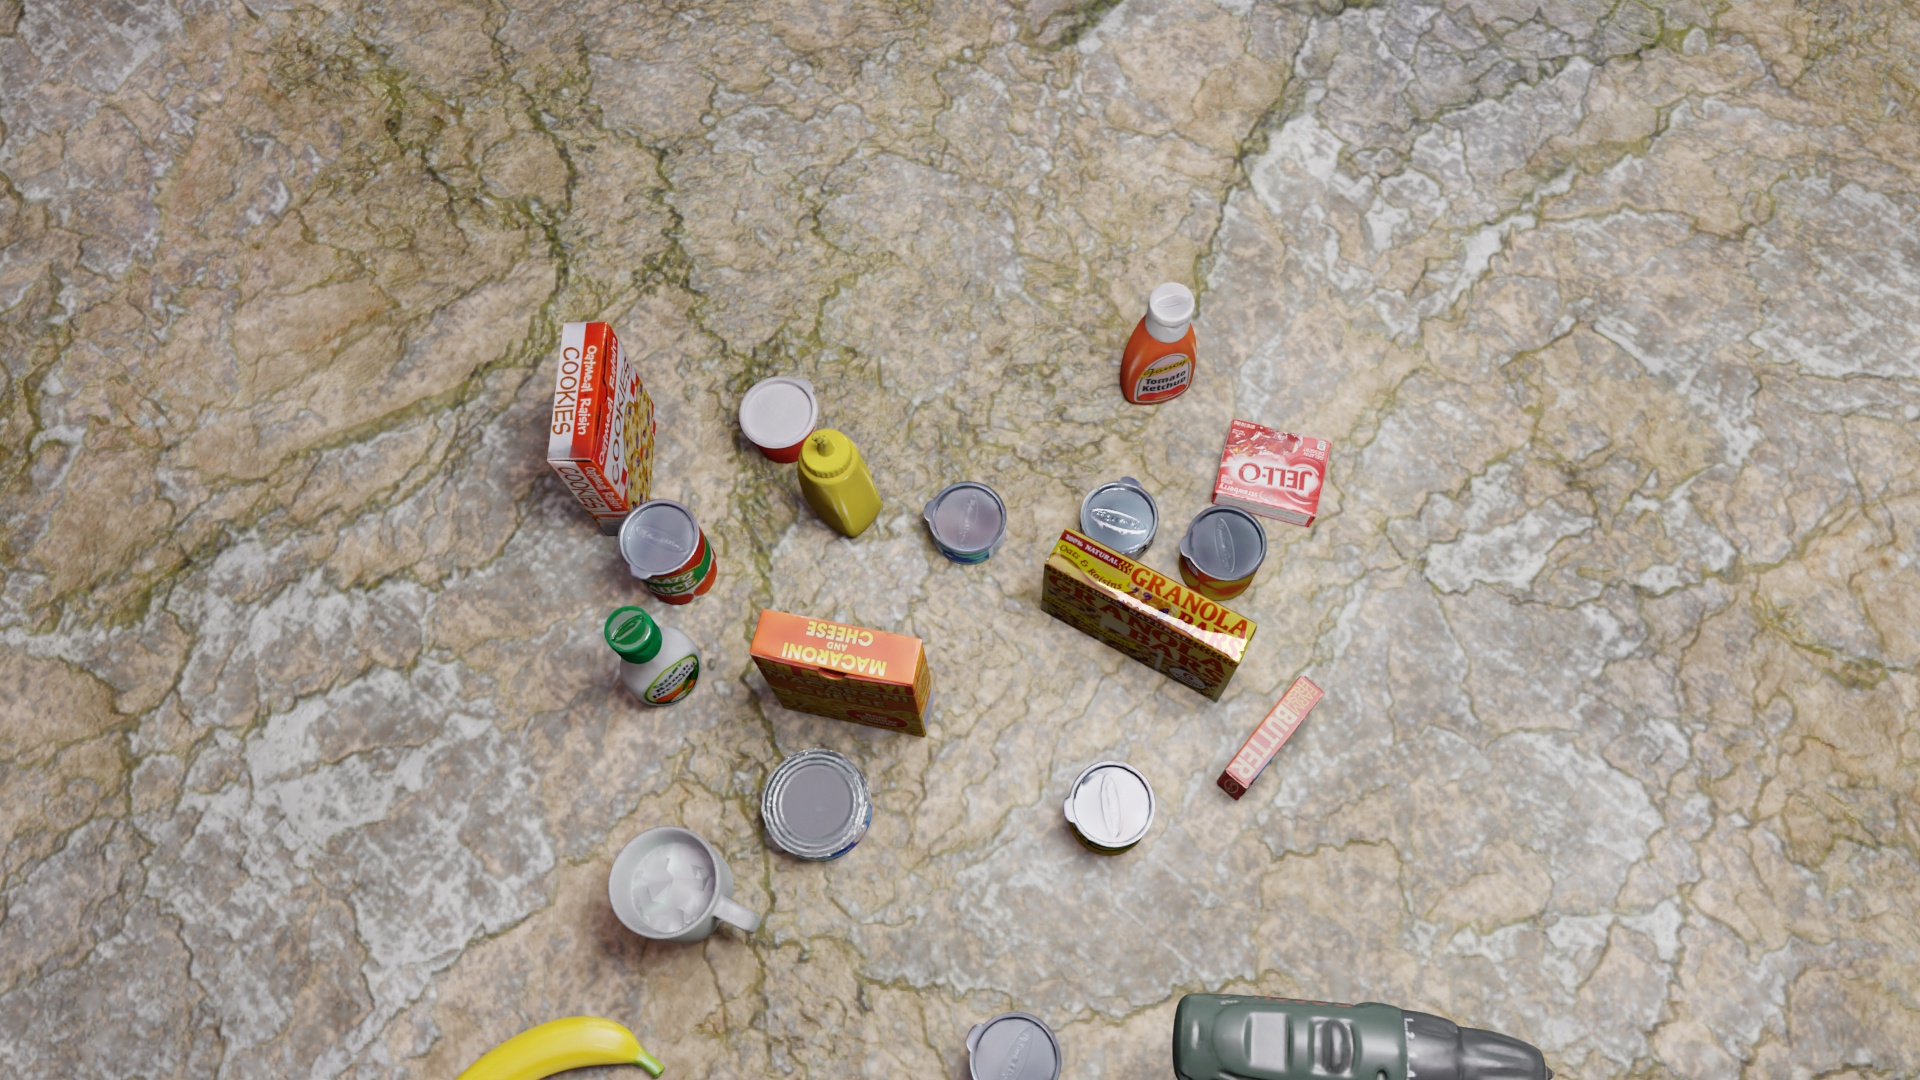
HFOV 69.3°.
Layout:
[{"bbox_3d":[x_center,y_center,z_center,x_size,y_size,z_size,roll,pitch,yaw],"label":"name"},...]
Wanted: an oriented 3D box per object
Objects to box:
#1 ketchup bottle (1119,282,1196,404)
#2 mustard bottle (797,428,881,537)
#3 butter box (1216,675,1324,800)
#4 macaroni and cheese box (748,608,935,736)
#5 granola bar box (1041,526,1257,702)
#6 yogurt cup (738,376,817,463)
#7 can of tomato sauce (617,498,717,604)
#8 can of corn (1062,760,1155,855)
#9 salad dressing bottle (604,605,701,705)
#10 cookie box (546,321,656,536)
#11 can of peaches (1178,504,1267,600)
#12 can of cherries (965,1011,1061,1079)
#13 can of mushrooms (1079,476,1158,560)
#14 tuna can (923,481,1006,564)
[{"bbox_3d":[0.171,-0.167,1.179,0.065,0.148,0.043,-14,70,-3],"label":"ketchup bottle"},{"bbox_3d":[-0.103,-0.054,1.140,0.065,0.159,0.049,38,76,14],"label":"mustard bottle"},{"bbox_3d":[0.246,0.157,1.105,0.024,0.053,0.104,39,75,15],"label":"butter box"},{"bbox_3d":[-0.087,0.106,1.076,0.124,0.166,0.040,10,71,6],"label":"macaroni and cheese box"},{"bbox_3d":[0.147,0.060,1.107,0.166,0.123,0.039,28,73,12],"label":"granola bar box"},{"bbox_3d":[-0.156,-0.102,1.218,0.072,0.053,0.072,-1,69,2],"label":"yogurt cup"},{"bbox_3d":[-0.243,0.013,1.161,0.071,0.083,0.071,-1,70,2],"label":"can of tomato sauce"},{"bbox_3d":[0.114,0.211,1.086,0.071,0.058,0.071,-1,69,2],"label":"can of corn"},{"bbox_3d":[-0.245,0.090,1.098,0.064,0.147,0.044,-41,73,-12],"label":"salad dressing bottle"},{"bbox_3d":[-0.294,-0.089,1.157,0.040,0.167,0.123,-1,70,2],"label":"cookie box"},{"bbox_3d":[0.215,0.011,1.159,0.071,0.058,0.071,-1,69,2],"label":"can of peaches"},{"bbox_3d":[0.038,0.381,1.024,0.071,0.058,0.072,-1,69,2],"label":"can of cherries"},{"bbox_3d":[0.136,-0.017,1.185,0.071,0.033,0.071,-1,69,2],"label":"can of mushrooms"},{"bbox_3d":[0.004,-0.015,1.190,0.071,0.032,0.071,-1,69,2],"label":"tuna can"}]
